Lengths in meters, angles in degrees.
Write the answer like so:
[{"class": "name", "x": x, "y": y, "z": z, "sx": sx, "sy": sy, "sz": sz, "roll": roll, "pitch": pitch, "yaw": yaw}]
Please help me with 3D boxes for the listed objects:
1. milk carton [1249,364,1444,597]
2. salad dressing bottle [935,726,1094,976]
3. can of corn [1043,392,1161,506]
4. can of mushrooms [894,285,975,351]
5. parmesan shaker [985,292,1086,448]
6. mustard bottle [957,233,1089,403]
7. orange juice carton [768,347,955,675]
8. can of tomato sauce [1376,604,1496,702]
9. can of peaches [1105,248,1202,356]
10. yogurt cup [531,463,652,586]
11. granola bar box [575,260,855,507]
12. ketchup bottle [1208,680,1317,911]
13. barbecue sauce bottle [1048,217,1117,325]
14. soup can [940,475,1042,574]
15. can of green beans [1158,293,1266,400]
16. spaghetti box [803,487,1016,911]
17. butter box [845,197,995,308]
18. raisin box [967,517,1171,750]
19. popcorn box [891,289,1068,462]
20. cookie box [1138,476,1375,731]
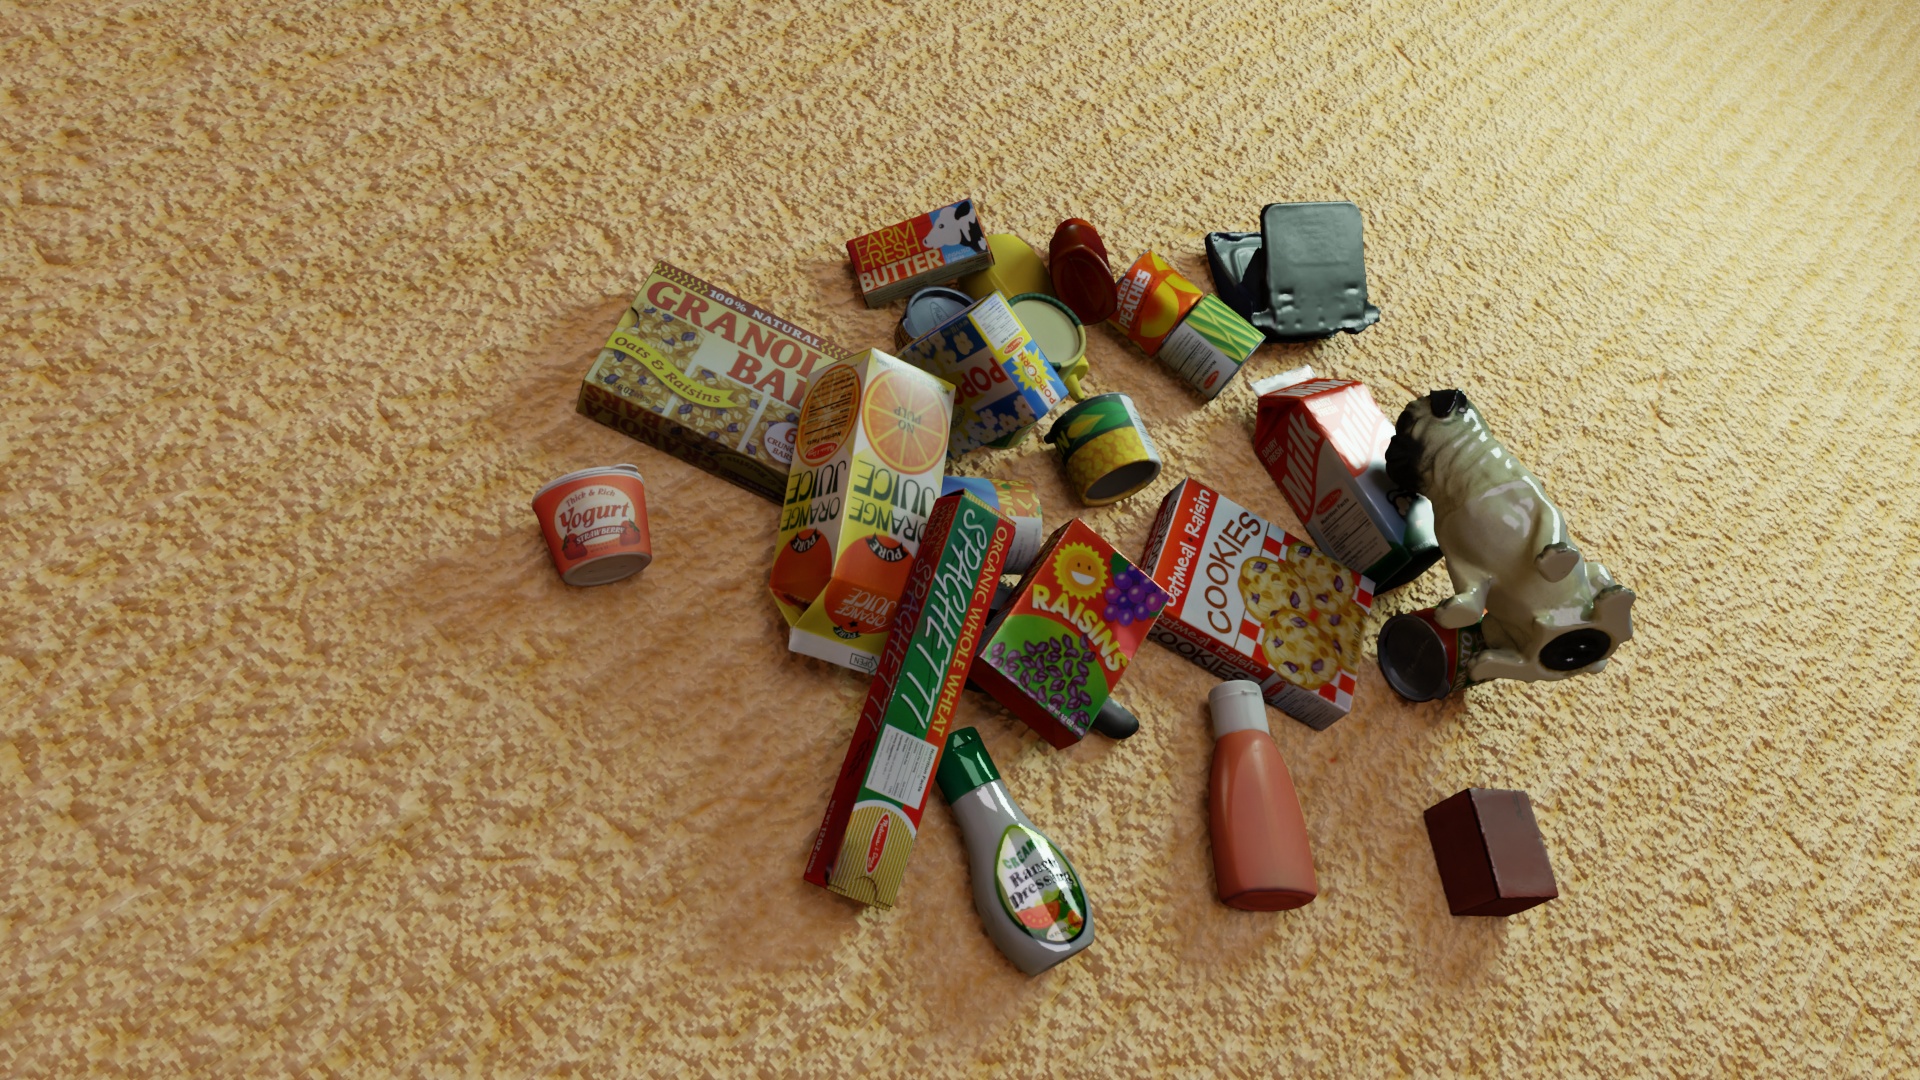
[{"class": "milk carton", "x": 0.301, "y": -0.056, "z": 1.087, "sx": 0.072, "sy": 0.073, "sz": 0.191, "roll": -18, "pitch": 68, "yaw": -31}, {"class": "salad dressing bottle", "x": 0.026, "y": 0.184, "z": 0.835, "sx": 0.064, "sy": 0.043, "sz": 0.148, "roll": -18, "pitch": 68, "yaw": -30}, {"class": "can of corn", "x": 0.104, "y": -0.065, "z": 1.015, "sx": 0.071, "sy": 0.070, "sz": 0.058, "roll": -10, "pitch": 65, "yaw": -28}, {"class": "can of mushrooms", "x": -0.016, "y": -0.155, "z": 1.039, "sx": 0.071, "sy": 0.033, "sz": 0.071, "roll": 11, "pitch": 56, "yaw": -17}, {"class": "parmesan shaker", "x": 0.041, "y": -0.124, "z": 1.000, "sx": 0.071, "sy": 0.102, "sz": 0.071, "roll": 11, "pitch": 56, "yaw": -17}, {"class": "mustard bottle", "x": 0.056, "y": -0.162, "z": 1.065, "sx": 0.065, "sy": 0.048, "sz": 0.160, "roll": -16, "pitch": 67, "yaw": -36}, {"class": "orange juice carton", "x": -0.064, "y": -0.015, "z": 0.877, "sx": 0.072, "sy": 0.073, "sz": 0.193, "roll": 21, "pitch": 69, "yaw": -36}, {"class": "can of tomato sauce", "x": 0.365, "y": 0.080, "z": 1.031, "sx": 0.083, "sy": 0.070, "sz": 0.071, "roll": -11, "pitch": 65, "yaw": -29}, {"class": "can of peaches", "x": 0.151, "y": -0.189, "z": 1.111, "sx": 0.058, "sy": 0.071, "sz": 0.071, "roll": 41, "pitch": 53, "yaw": 4}, {"class": "yogurt cup", "x": -0.220, "y": -0.007, "z": 0.840, "sx": 0.072, "sy": 0.072, "sz": 0.054, "roll": -10, "pitch": 72, "yaw": -28}, {"class": "granola bar box", "x": -0.157, "y": -0.106, "z": 0.944, "sx": 0.165, "sy": 0.039, "sz": 0.125, "roll": 25, "pitch": 53, "yaw": -7}, {"class": "ketchup bottle", "x": 0.193, "y": 0.166, "z": 0.918, "sx": 0.065, "sy": 0.043, "sz": 0.149, "roll": 9, "pitch": 56, "yaw": -19}, {"class": "barbecue sauce bottle", "x": 0.093, "y": -0.218, "z": 1.082, "sx": 0.064, "sy": 0.043, "sz": 0.149, "roll": 59, "pitch": 14, "yaw": -22}, {"class": "soup can", "x": 0.003, "y": -0.012, "z": 0.938, "sx": 0.084, "sy": 0.071, "sz": 0.071, "roll": 2, "pitch": 59, "yaw": -23}, {"class": "can of green beans", "x": 0.201, "y": -0.155, "z": 1.112, "sx": 0.058, "sy": 0.071, "sz": 0.071, "roll": 40, "pitch": 53, "yaw": 5}, {"class": "spaghetti box", "x": -0.026, "y": 0.090, "z": 0.827, "sx": 0.050, "sy": 0.028, "sz": 0.251, "roll": 31, "pitch": 68, "yaw": -32}, {"class": "butter box", "x": -0.031, "y": -0.217, "z": 1.048, "sx": 0.103, "sy": 0.024, "sz": 0.053, "roll": -19, "pitch": 65, "yaw": 3}, {"class": "raisin box", "x": 0.068, "y": 0.059, "z": 0.890, "sx": 0.086, "sy": 0.040, "sz": 0.124, "roll": 39, "pitch": 62, "yaw": -5}, {"class": "popcorn box", "x": 0.005, "y": -0.109, "z": 0.949, "sx": 0.038, "sy": 0.126, "sz": 0.085, "roll": -44, "pitch": 103, "yaw": -33}, {"class": "cookie box", "x": 0.210, "y": 0.045, "z": 1.006, "sx": 0.167, "sy": 0.040, "sz": 0.123, "roll": 29, "pitch": 53, "yaw": -5}]
